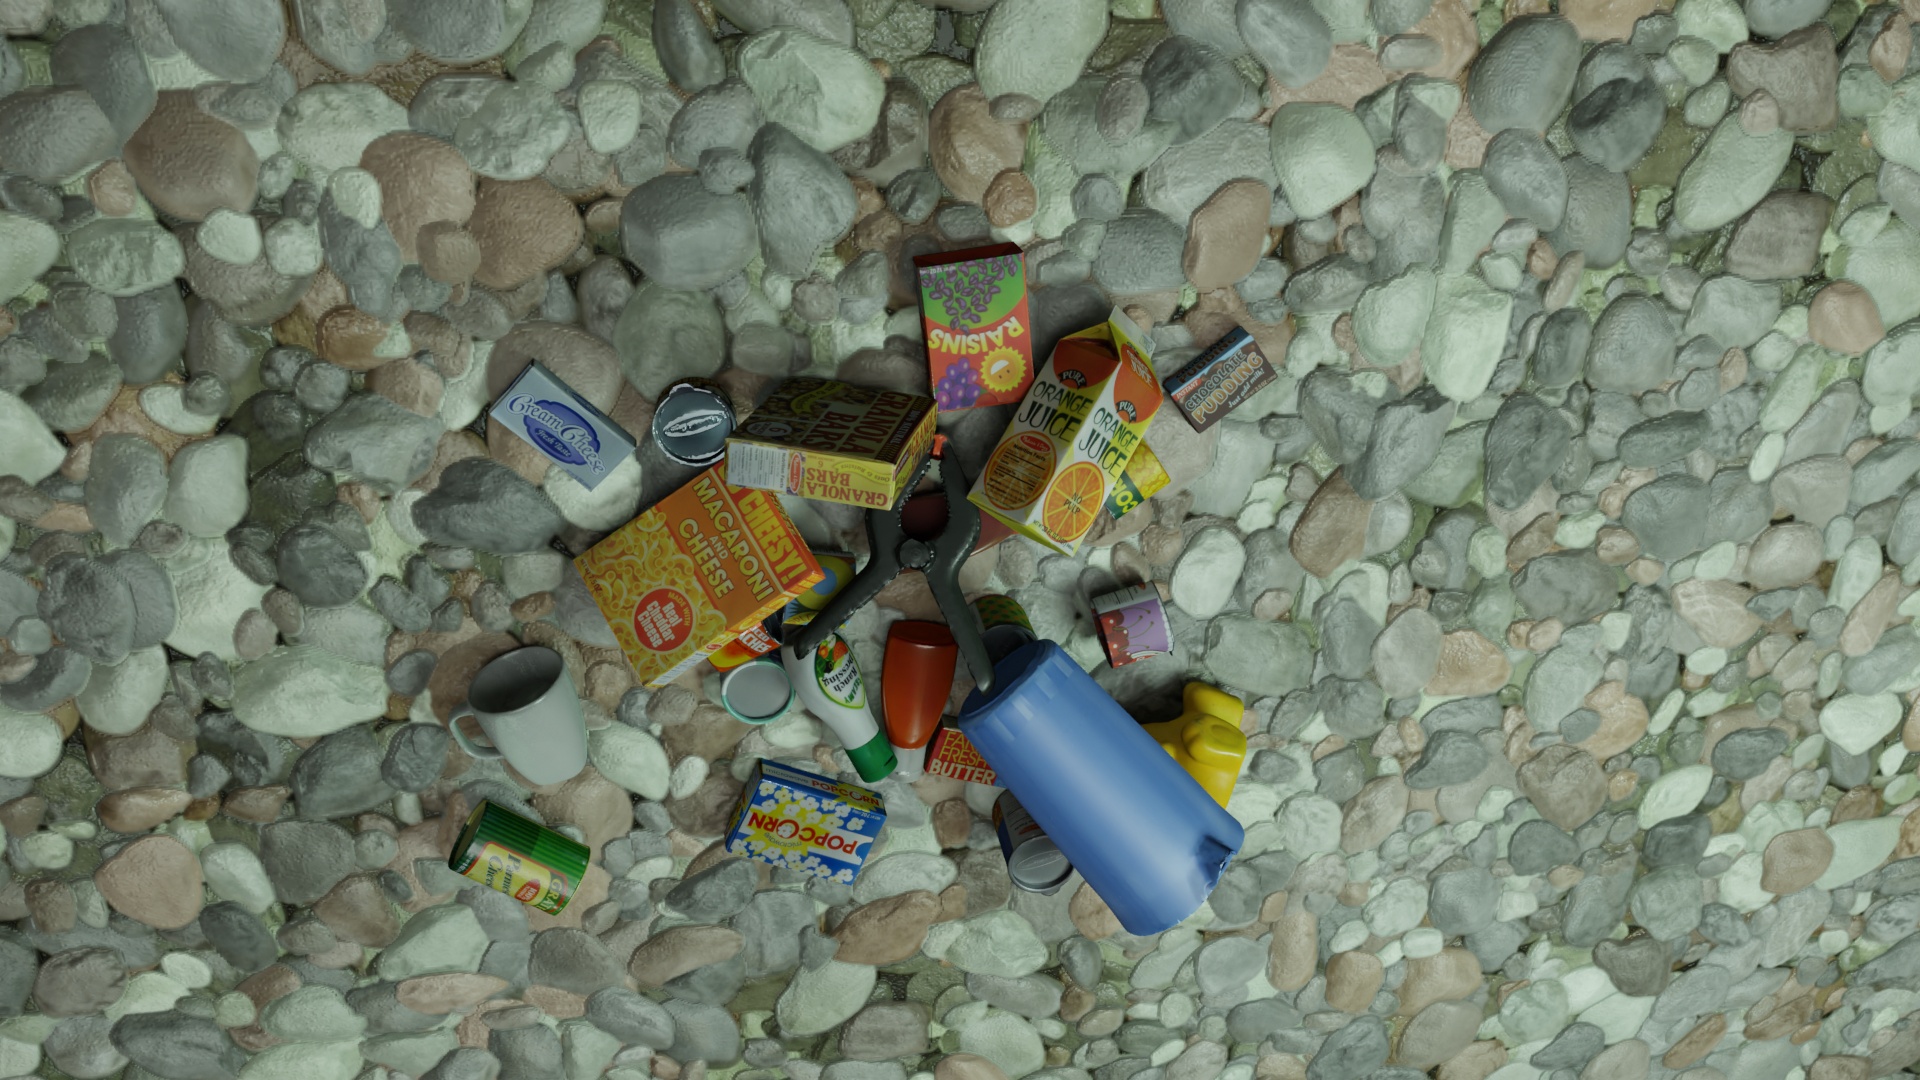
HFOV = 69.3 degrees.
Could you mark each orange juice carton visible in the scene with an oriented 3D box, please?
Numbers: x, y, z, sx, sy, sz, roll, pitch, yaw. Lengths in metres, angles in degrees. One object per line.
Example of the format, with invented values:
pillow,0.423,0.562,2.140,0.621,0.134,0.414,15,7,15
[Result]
orange juice carton,0.094,-0.092,1.117,0.071,0.073,0.192,33,86,-47

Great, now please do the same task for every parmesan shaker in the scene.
parmesan shaker,-0.392,0.282,1.230,0.103,0.071,0.071,32,105,-22

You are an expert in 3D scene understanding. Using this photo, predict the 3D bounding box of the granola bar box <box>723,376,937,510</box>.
granola bar box,-0.093,-0.077,1.048,0.124,0.166,0.039,9,113,6

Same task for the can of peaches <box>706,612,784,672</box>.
can of peaches,-0.189,0.071,1.167,0.058,0.071,0.071,-25,117,3

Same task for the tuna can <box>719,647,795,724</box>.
tuna can,-0.176,0.127,1.217,0.071,0.033,0.070,-4,115,-8

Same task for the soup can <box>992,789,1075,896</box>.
soup can,0.069,0.280,1.305,0.071,0.084,0.071,-4,115,-8

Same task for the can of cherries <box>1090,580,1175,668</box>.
can of cherries,0.153,0.077,1.236,0.058,0.072,0.071,-17,117,-2

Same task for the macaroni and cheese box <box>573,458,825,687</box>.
macaroni and cheese box,-0.211,0.022,1.124,0.166,0.040,0.124,-33,78,5

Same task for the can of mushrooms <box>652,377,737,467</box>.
can of mushrooms,-0.212,-0.097,1.107,0.071,0.033,0.070,-4,115,-8

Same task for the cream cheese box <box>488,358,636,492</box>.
cream cheese box,-0.313,-0.090,1.096,0.053,0.024,0.103,-44,114,10

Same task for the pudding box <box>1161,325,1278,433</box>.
pudding box,0.219,-0.136,1.172,0.083,0.030,0.049,-36,115,7

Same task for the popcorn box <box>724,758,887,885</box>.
popcorn box,-0.143,0.260,1.281,0.127,0.038,0.085,20,108,-18

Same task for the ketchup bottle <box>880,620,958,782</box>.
ketchup bottle,-0.043,0.146,1.244,0.065,0.044,0.148,8,113,-4

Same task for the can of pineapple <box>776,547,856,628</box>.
can of pineapple,-0.122,0.041,1.168,0.058,0.071,0.070,6,113,-14

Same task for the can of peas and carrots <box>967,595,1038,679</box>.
can of peas and carrots,0.036,0.090,1.225,0.071,0.059,0.070,-4,116,-9

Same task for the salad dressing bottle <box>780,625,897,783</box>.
salad dressing bottle,-0.103,0.143,1.213,0.044,0.064,0.147,-15,111,36

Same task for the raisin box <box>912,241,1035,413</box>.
raisin box,0.012,-0.170,1.112,0.086,0.040,0.122,-10,116,-7

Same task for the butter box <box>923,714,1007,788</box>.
butter box,0.021,0.198,1.292,0.103,0.024,0.053,14,111,-17

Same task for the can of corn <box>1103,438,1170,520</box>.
can of corn,0.136,-0.059,1.169,0.058,0.071,0.071,-35,116,6

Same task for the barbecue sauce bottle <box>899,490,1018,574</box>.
barbecue sauce bottle,0.004,-0.015,1.179,0.149,0.044,0.064,-12,102,-6
